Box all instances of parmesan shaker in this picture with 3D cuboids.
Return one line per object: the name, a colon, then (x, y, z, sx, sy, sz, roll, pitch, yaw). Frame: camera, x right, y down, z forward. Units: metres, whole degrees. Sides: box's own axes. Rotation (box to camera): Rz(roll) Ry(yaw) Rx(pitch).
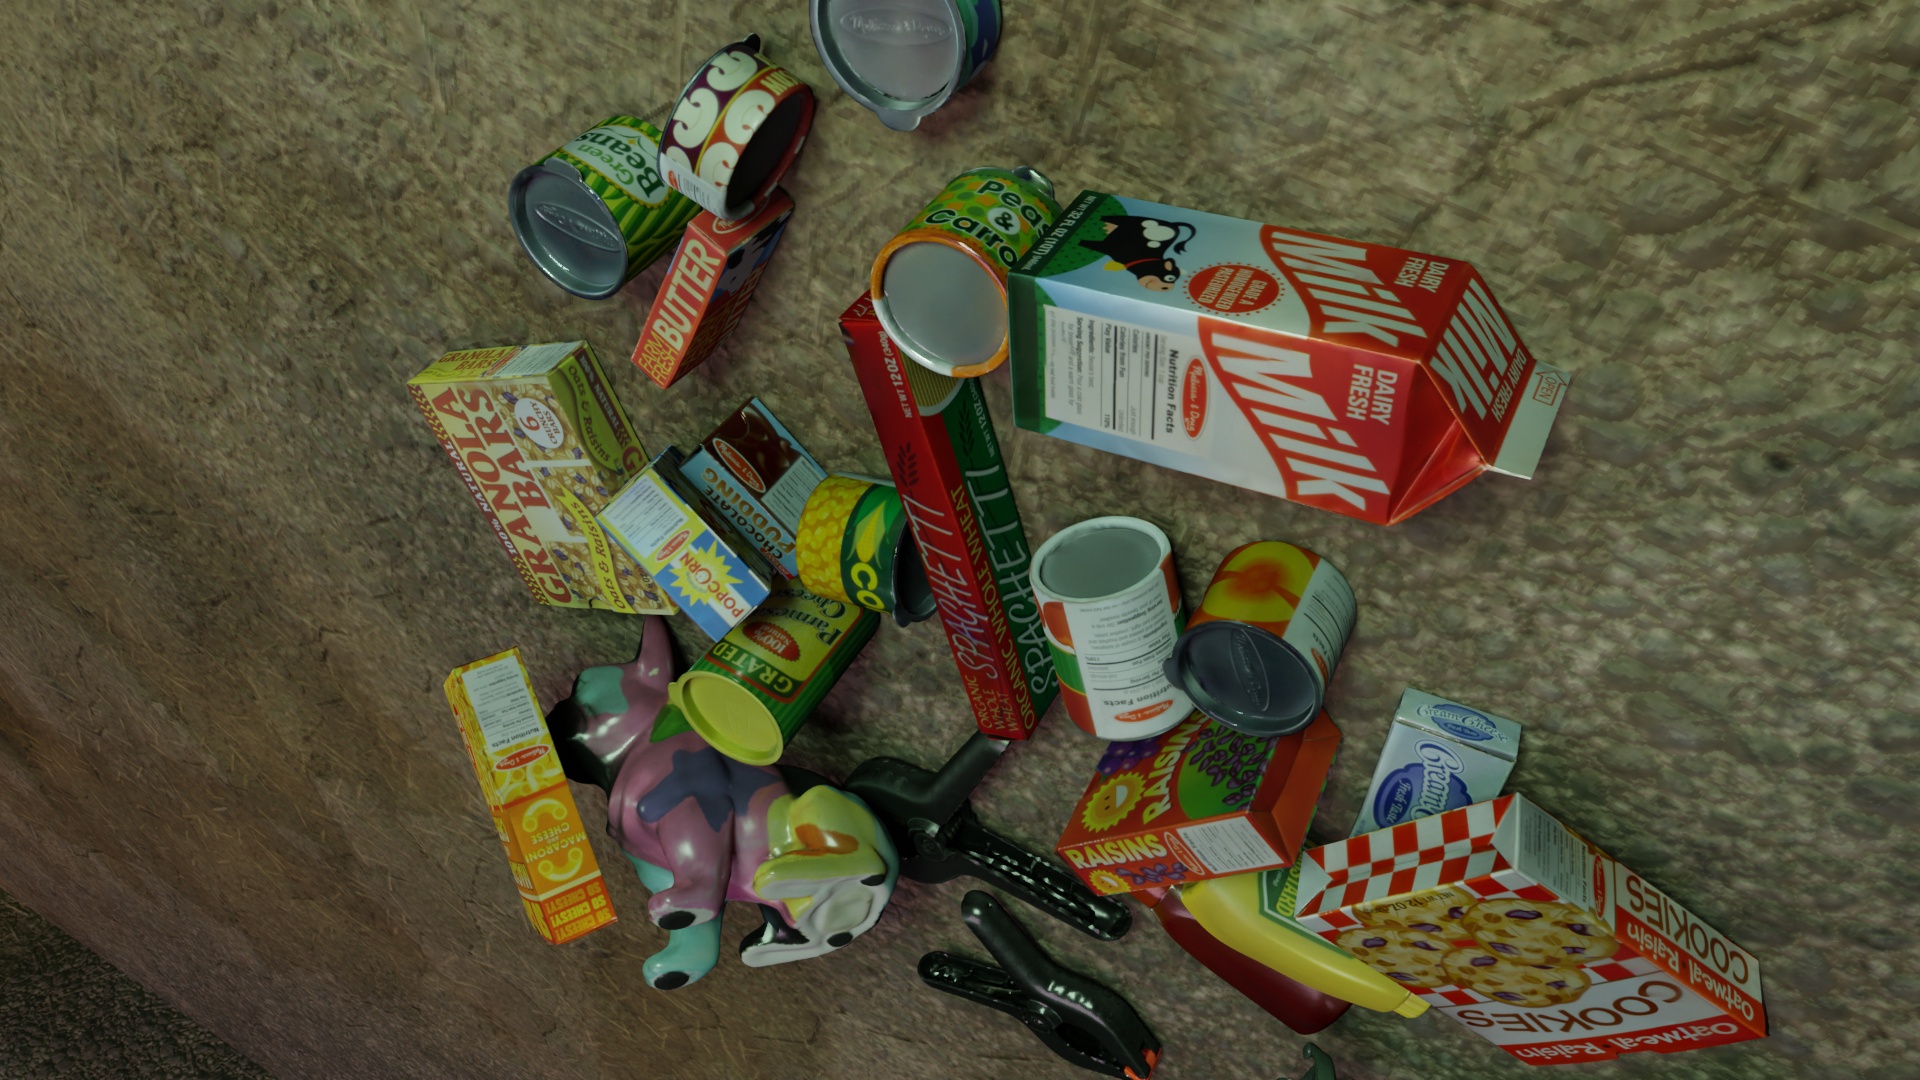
parmesan shaker: (-0.099, 0.061, 0.753, 0.071, 0.103, 0.071, 19, 135, 20)

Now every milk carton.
milk carton: (0.118, -0.066, 0.510, 0.191, 0.073, 0.073, 17, 135, 23)

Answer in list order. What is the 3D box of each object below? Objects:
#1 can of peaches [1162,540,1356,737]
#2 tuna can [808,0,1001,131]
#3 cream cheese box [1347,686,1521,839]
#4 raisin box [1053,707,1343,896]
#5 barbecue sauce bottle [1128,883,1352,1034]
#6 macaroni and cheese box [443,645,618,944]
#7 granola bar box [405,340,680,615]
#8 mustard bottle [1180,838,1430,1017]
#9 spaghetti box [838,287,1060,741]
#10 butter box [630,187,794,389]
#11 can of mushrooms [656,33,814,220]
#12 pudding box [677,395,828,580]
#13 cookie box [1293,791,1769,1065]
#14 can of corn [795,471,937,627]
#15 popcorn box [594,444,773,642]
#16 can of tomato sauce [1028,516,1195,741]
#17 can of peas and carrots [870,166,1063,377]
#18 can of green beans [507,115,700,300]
can of peaches: (0.132, 0.042, 0.609, 0.071, 0.058, 0.070, 20, 137, 20)
tuna can: (-0.020, -0.193, 0.520, 0.071, 0.033, 0.070, 19, 136, 20)
cream cheese box: (0.217, 0.116, 0.641, 0.053, 0.024, 0.103, 19, 136, 17)
raisin box: (0.114, 0.122, 0.672, 0.123, 0.086, 0.040, -25, 112, 45)
barbecue sauce bottle: (0.144, 0.208, 0.762, 0.148, 0.044, 0.064, 35, 139, 4)
macaroni and cheese box: (-0.261, 0.153, 0.831, 0.123, 0.040, 0.166, -25, 85, 65)
granola bar box: (-0.234, -0.033, 0.812, 0.124, 0.039, 0.164, 2, 127, 34)
mustard bottle: (0.194, 0.200, 0.707, 0.160, 0.065, 0.048, 29, 147, 2)
spaghetti box: (0.002, -0.008, 0.660, 0.028, 0.050, 0.248, 6, 130, 32)
butter box: (-0.116, -0.117, 0.641, 0.024, 0.053, 0.103, 40, 139, 0)
can of mushrooms: (-0.090, -0.168, 0.569, 0.033, 0.071, 0.070, 35, 139, 4)
pudding box: (-0.097, -0.027, 0.713, 0.083, 0.050, 0.030, 47, 136, -12)
cookie box: (0.257, 0.184, 0.633, 0.167, 0.040, 0.122, 34, 142, -18)
can of corn: (-0.041, 0.004, 0.685, 0.058, 0.071, 0.070, 12, 133, 27)
popcorn box: (-0.138, -0.002, 0.719, 0.085, 0.038, 0.127, 48, -179, -11)
can of tomato sauce: (0.072, 0.039, 0.644, 0.071, 0.071, 0.082, 5, 129, 31)
can of peas and carrots: (0.006, -0.109, 0.558, 0.071, 0.059, 0.070, 19, 136, 20)
can of green beans: (-0.162, -0.153, 0.637, 0.071, 0.058, 0.071, 19, 136, 20)
